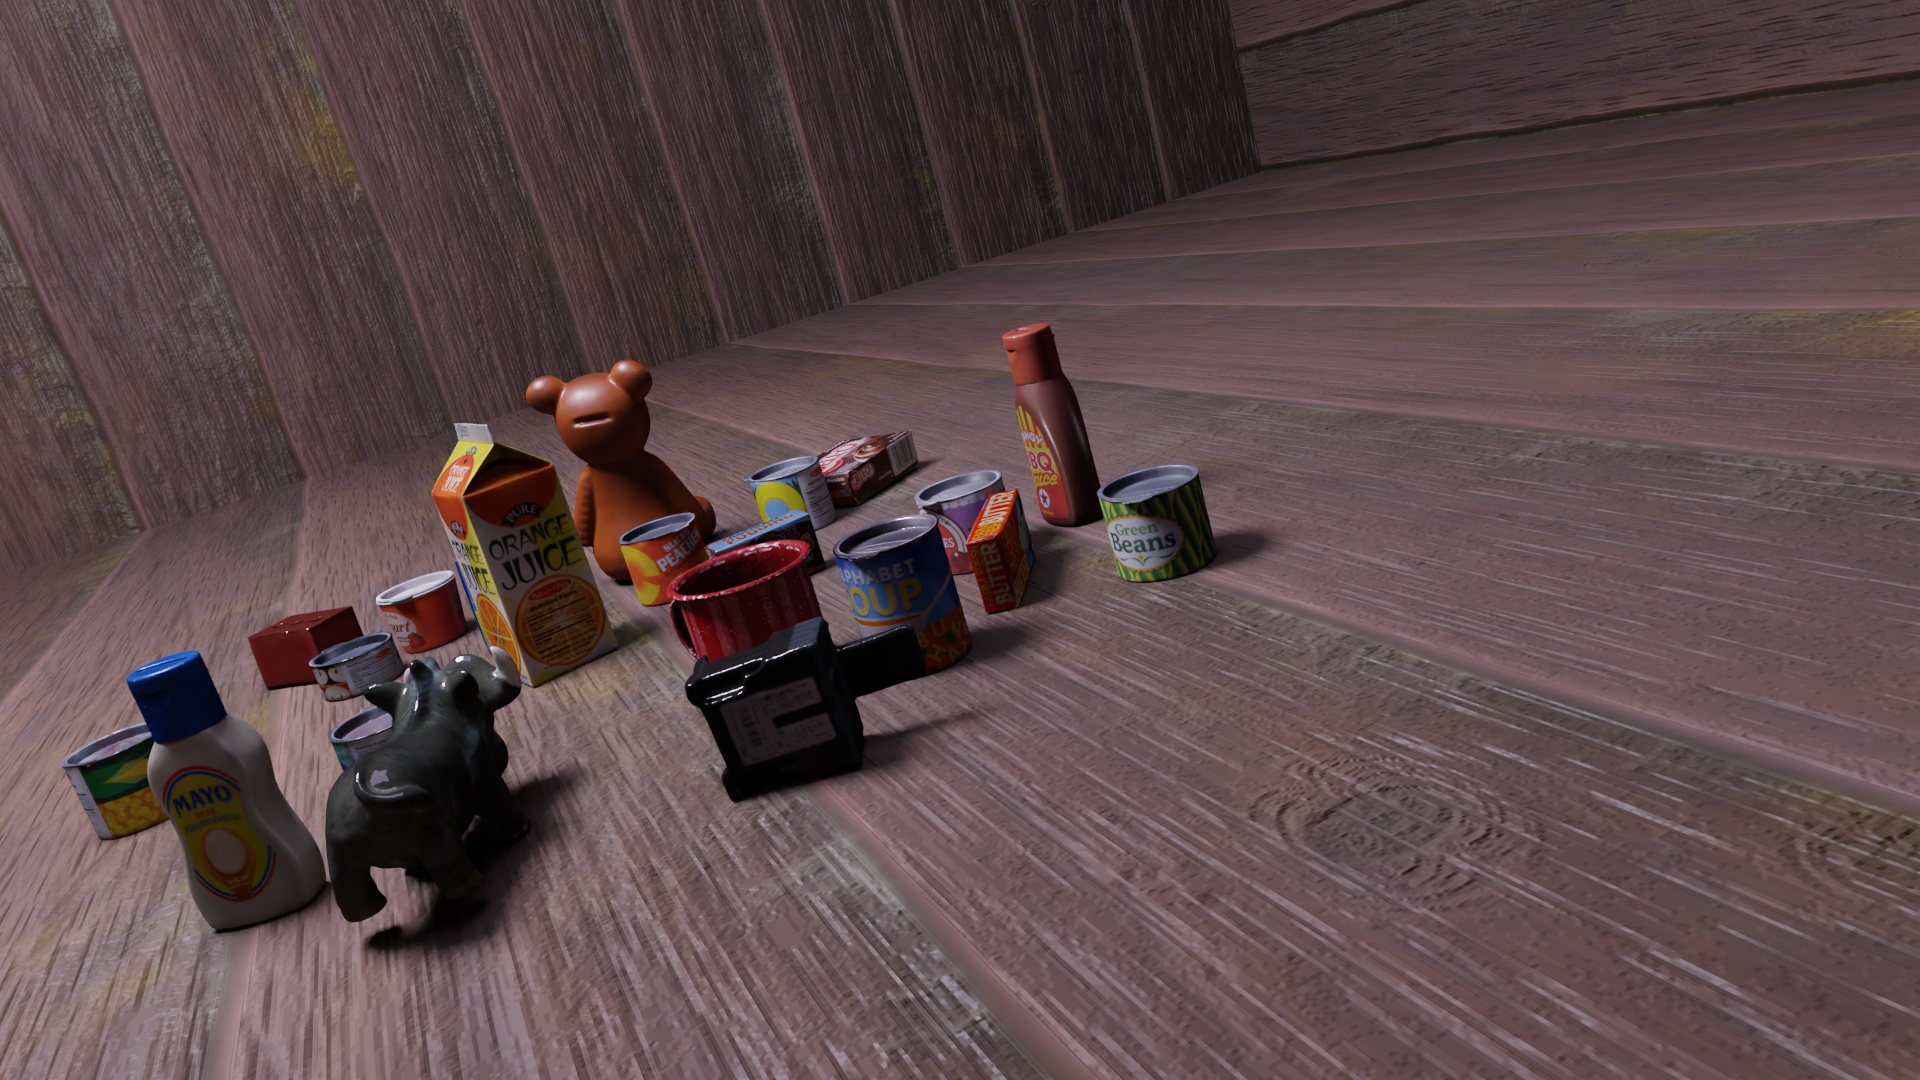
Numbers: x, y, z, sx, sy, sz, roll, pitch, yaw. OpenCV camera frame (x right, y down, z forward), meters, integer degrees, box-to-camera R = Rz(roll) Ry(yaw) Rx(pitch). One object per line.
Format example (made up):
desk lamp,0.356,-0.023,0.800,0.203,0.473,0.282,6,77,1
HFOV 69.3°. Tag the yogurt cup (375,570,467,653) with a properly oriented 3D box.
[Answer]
yogurt cup,-0.466,0.063,1.211,0.072,0.053,0.072,-15,16,4

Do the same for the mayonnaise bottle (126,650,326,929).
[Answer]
mayonnaise bottle,-0.397,0.133,0.743,0.065,0.147,0.041,-16,16,0

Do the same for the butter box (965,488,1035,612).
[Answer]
butter box,0.029,0.006,0.939,0.024,0.053,0.104,-12,16,14

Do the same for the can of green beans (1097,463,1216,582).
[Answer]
can of green beans,0.127,-0.012,0.896,0.071,0.057,0.071,-15,16,4

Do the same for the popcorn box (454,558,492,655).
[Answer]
popcorn box,-0.382,0.035,1.171,0.038,0.085,0.127,-17,16,-4

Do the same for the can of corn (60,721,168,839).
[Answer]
can of corn,-0.573,0.164,0.964,0.071,0.058,0.071,-15,16,4

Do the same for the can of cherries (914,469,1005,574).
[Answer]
can of cherries,0.004,-0.013,1.015,0.071,0.058,0.072,-15,16,4

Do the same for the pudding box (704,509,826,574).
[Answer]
pudding box,-0.153,0.013,1.093,0.084,0.049,0.030,-23,17,-24

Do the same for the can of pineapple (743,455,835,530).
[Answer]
can of pineapple,-0.152,-0.039,1.249,0.071,0.057,0.071,-15,16,4

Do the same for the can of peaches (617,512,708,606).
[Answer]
can of peaches,-0.242,0.016,1.152,0.071,0.058,0.071,-15,16,4

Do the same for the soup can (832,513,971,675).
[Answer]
soup can,-0.036,0.035,0.846,0.071,0.083,0.071,-15,16,4

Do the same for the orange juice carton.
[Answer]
orange juice carton,-0.330,0.004,1.031,0.073,0.192,0.072,-26,19,-32

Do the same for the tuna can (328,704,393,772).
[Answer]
tuna can,-0.389,0.133,0.942,0.071,0.032,0.071,-14,16,4

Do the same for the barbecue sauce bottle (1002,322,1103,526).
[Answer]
barbecue sauce bottle,0.068,-0.087,1.041,0.044,0.148,0.065,-21,17,-19

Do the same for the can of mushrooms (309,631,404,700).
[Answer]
can of mushrooms,-0.497,0.103,1.143,0.071,0.033,0.071,-14,16,4
